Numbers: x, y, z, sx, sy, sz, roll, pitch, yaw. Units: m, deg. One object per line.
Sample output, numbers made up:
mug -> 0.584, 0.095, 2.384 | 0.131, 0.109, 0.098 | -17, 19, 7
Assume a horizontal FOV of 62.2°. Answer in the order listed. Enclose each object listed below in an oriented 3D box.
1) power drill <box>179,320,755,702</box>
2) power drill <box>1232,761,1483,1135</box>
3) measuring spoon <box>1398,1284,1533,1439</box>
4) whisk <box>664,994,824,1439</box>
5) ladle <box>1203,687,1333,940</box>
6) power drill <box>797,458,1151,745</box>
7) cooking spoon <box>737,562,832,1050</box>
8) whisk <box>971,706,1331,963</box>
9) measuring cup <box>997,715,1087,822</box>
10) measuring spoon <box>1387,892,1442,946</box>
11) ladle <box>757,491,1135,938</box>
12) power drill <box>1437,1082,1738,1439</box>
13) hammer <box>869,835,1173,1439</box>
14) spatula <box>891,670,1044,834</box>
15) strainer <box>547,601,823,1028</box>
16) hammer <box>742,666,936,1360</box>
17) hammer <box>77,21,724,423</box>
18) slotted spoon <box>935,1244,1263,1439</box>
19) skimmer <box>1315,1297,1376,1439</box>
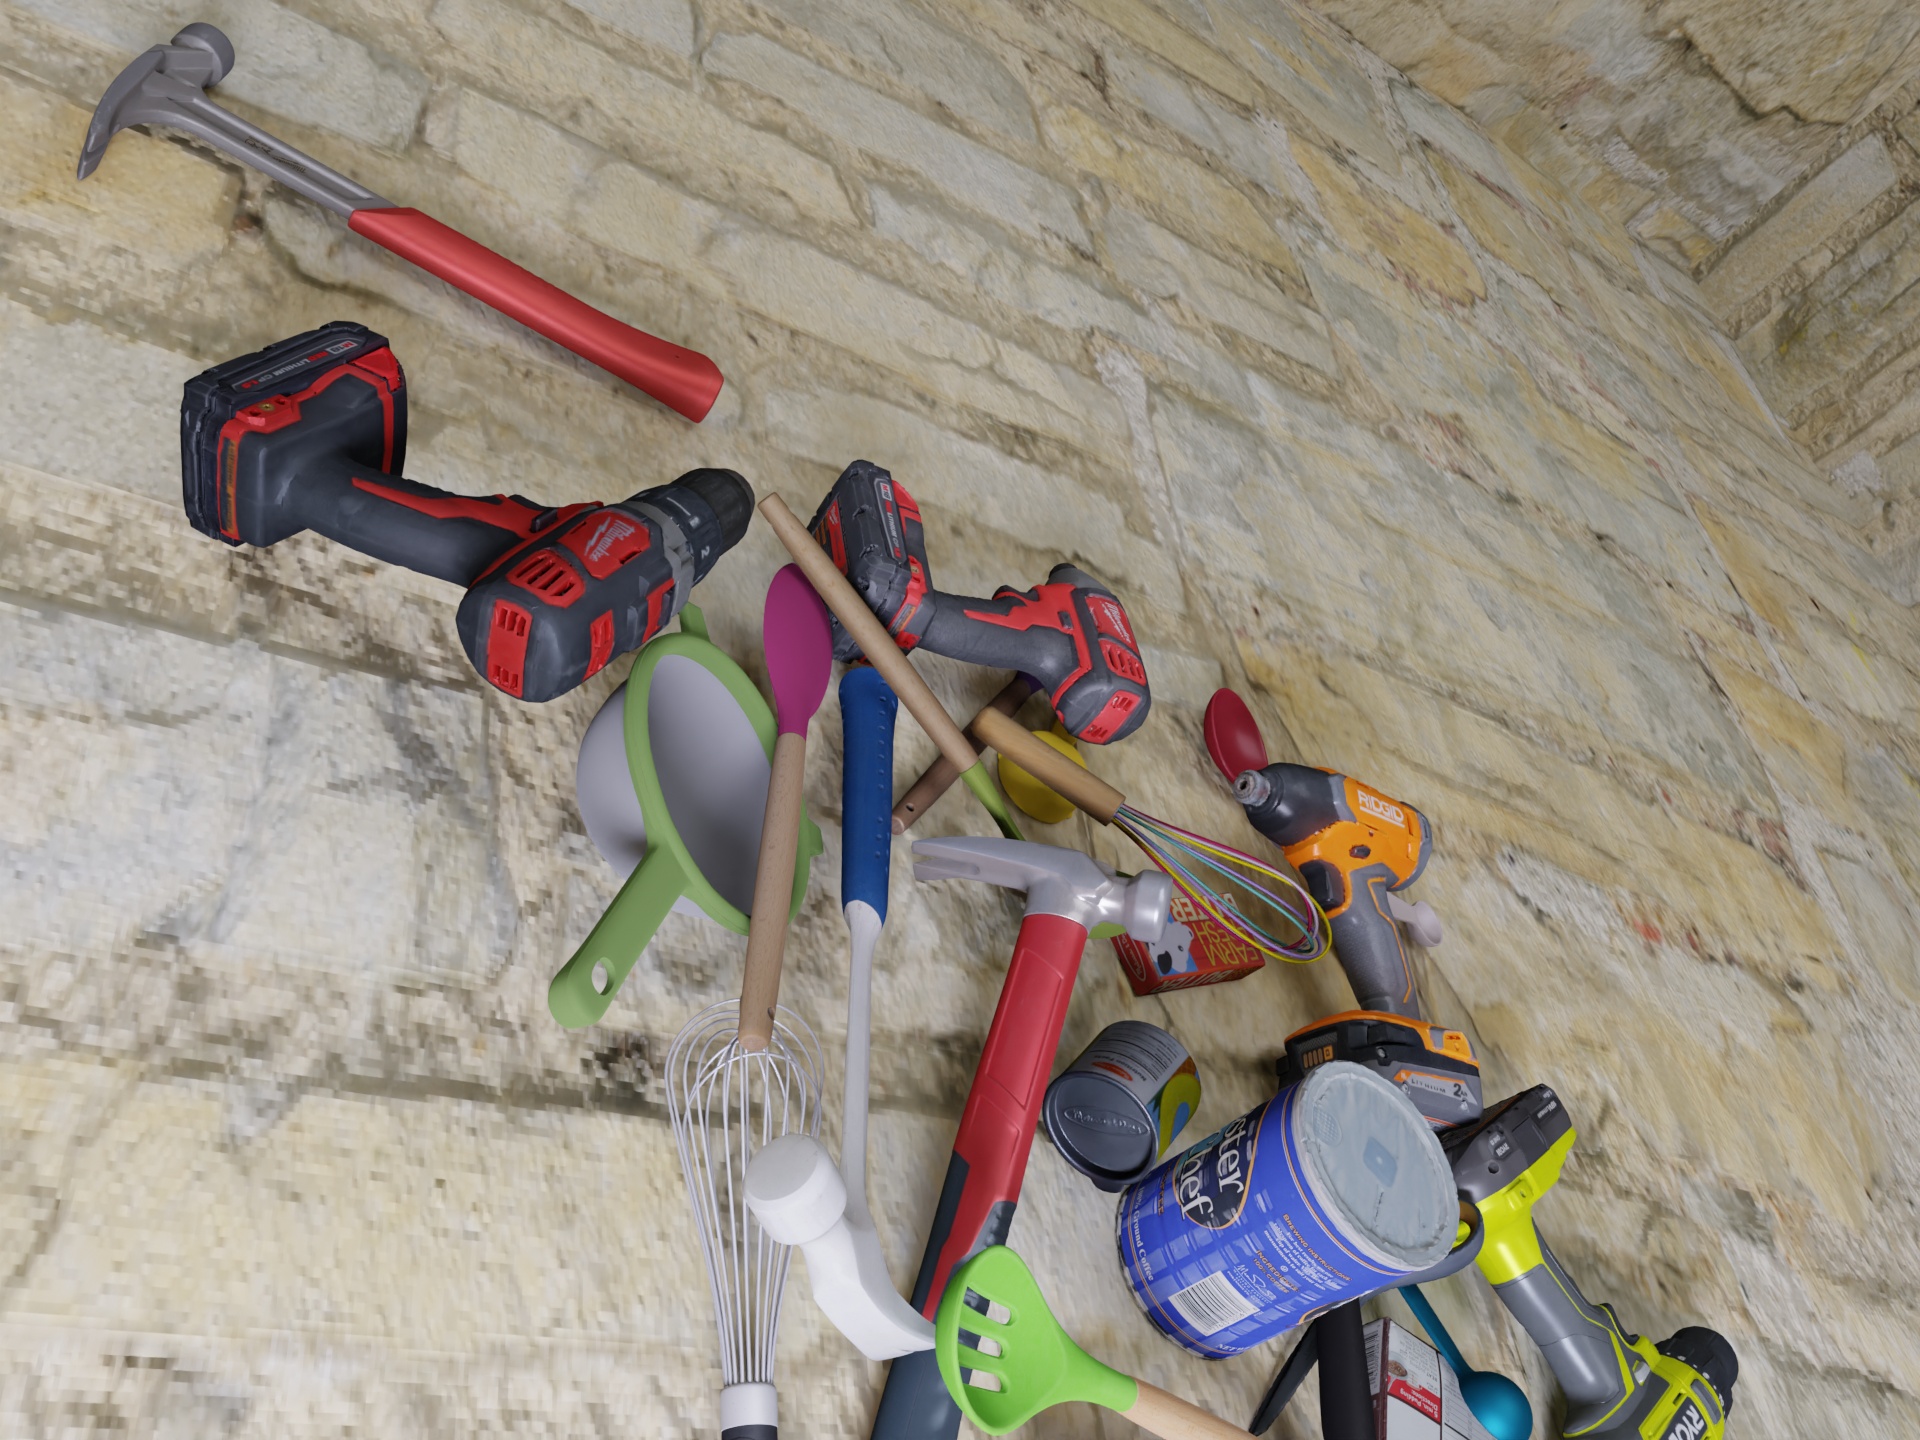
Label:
power drill -> -0.224, -0.107, 0.754 | 0.227, 0.080, 0.188 | 26, 36, 11
power drill -> 0.238, 0.134, 0.987 | 0.164, 0.084, 0.227 | 22, 52, -35
measuring spoon -> 0.266, 0.329, 0.857 | 0.042, 0.021, 0.129 | 25, 22, -38
whisk -> -0.087, 0.245, 0.645 | 0.070, 0.070, 0.285 | 17, 50, -31
ladle -> 0.247, 0.117, 1.088 | 0.069, 0.031, 0.316 | -4, 60, -52
power drill -> 0.013, -0.073, 0.991 | 0.219, 0.078, 0.143 | 18, 39, -27
cooking spoon -> -0.085, 0.029, 0.782 | 0.319, 0.017, 0.068 | -89, 154, -48
whisk -> 0.111, 0.064, 0.934 | 0.245, 0.047, 0.051 | 34, -8, 10
measuring cup -> 0.072, 0.006, 1.024 | 0.062, 0.029, 0.157 | 41, 40, -6
measuring spoon -> 0.297, 0.132, 1.115 | 0.124, 0.018, 0.034 | 25, 47, -35
ladle -> -0.001, -0.003, 0.892 | 0.320, 0.062, 0.078 | 53, -5, -11
power drill -> 0.374, 0.344, 0.957 | 0.190, 0.080, 0.229 | -13, 68, -47
hammer -> -0.004, 0.211, 0.740 | 0.143, 0.038, 0.387 | 9, 47, 13
spatula -> 0.027, -0.011, 1.009 | 0.060, 0.018, 0.316 | 38, 37, 3
strainer -> -0.146, 0.061, 0.716 | 0.151, 0.069, 0.256 | 64, 21, -20
hammer -> -0.046, 0.107, 0.759 | 0.406, 0.035, 0.144 | -93, 163, -55
hammer -> -0.306, -0.269, 0.927 | 0.358, 0.036, 0.149 | 27, 41, -21
slotted spoon -> 0.086, 0.307, 0.703 | 0.313, 0.031, 0.070 | 39, 48, -35
skimmer -> 0.200, 0.381, 0.680 | 0.127, 0.090, 0.364 | 37, 32, -19
